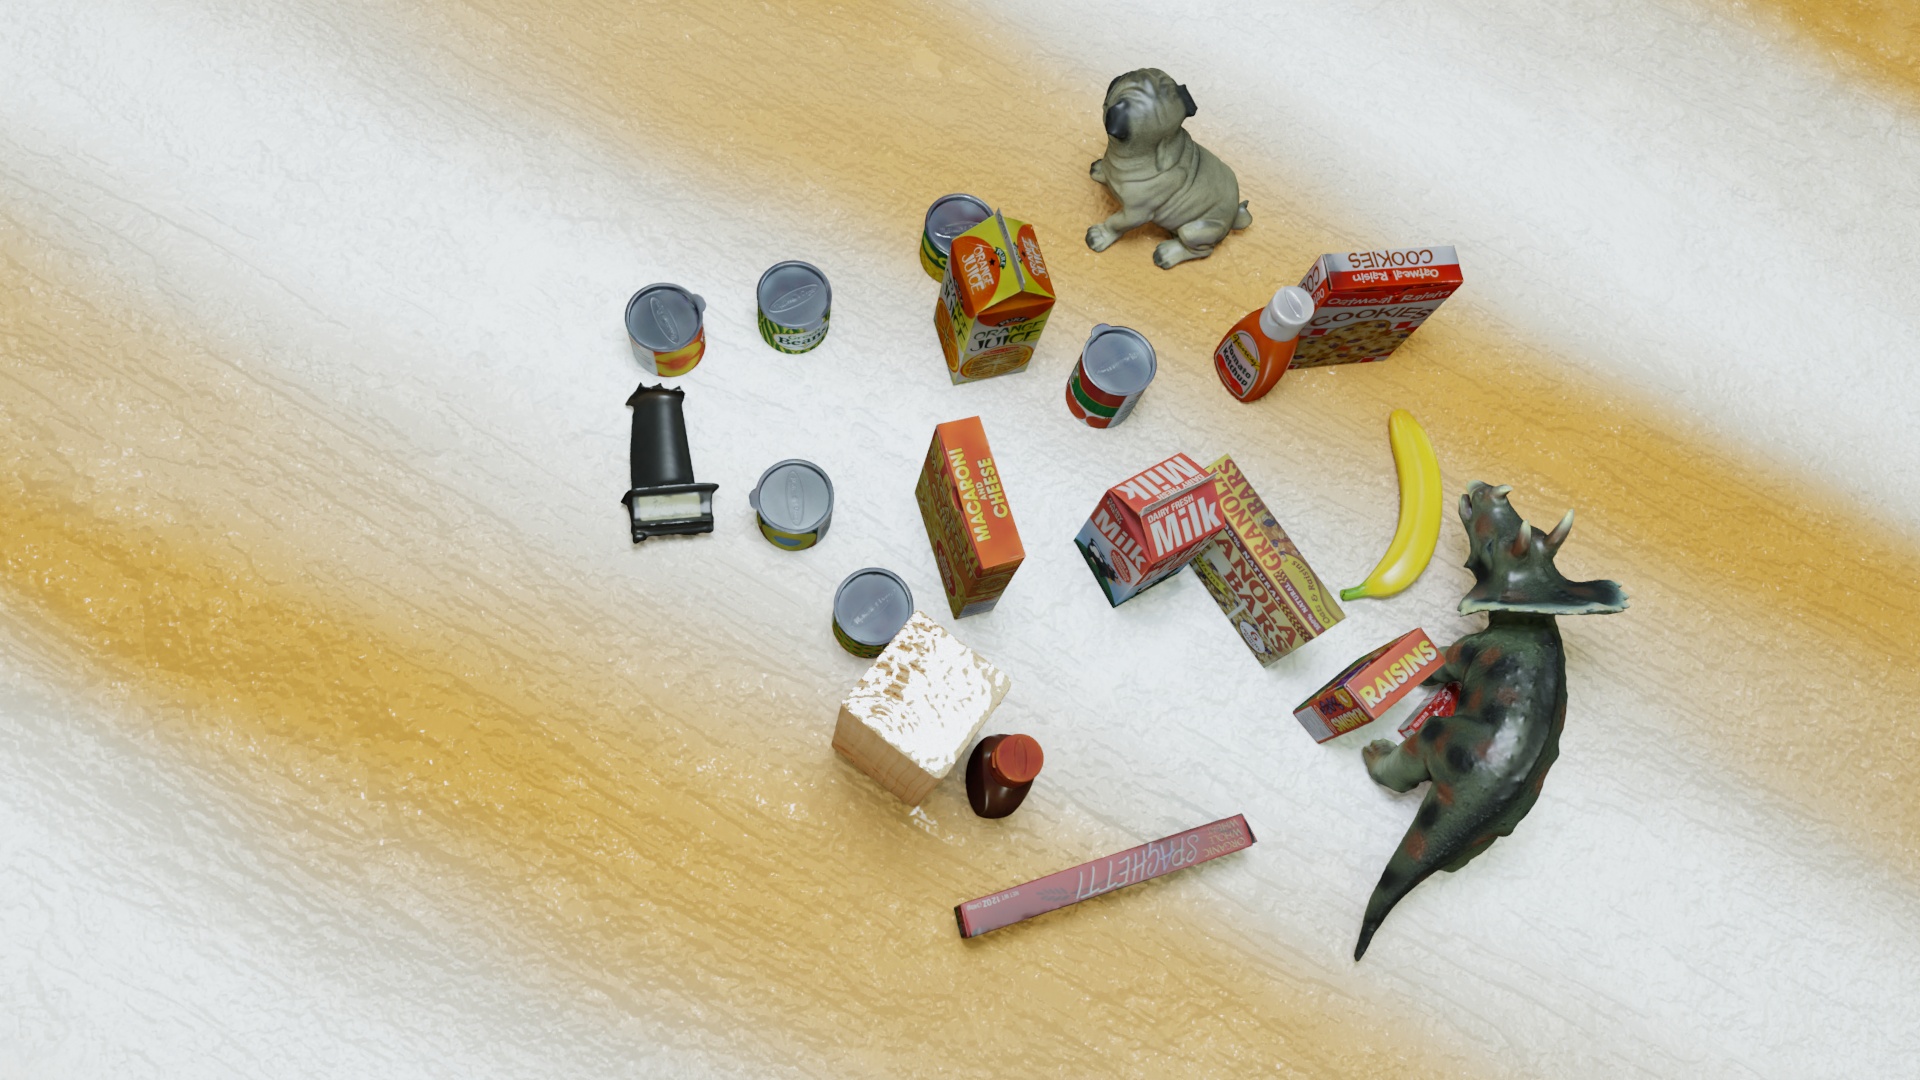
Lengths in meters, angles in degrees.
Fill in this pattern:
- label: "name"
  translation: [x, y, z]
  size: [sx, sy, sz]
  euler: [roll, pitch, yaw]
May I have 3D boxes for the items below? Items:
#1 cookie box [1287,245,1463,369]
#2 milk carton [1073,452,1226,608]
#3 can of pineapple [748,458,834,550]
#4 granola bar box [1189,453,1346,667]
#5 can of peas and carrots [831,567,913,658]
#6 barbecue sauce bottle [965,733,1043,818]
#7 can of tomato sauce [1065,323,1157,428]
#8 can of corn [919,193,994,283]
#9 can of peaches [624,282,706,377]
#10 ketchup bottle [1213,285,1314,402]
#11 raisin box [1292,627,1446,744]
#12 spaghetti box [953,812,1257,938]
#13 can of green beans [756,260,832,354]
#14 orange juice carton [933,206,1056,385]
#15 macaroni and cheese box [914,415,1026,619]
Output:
- label: "cookie box"
  translation: [0.355, -0.205, 1.247]
  size: [0.123, 0.167, 0.040]
  euler: [-6, 74, -9]
- label: "milk carton"
  translation: [0.157, -0.011, 1.148]
  size: [0.072, 0.190, 0.073]
  euler: [-27, 78, -14]
- label: "can of pineapple"
  translation: [-0.143, -0.030, 1.183]
  size: [0.071, 0.057, 0.071]
  euler: [2, 73, -7]
- label: "granola bar box"
  translation: [0.244, 0.021, 1.184]
  size: [0.039, 0.124, 0.166]
  euler: [-31, 79, -15]
- label: "can of peas and carrots"
  translation: [-0.073, 0.063, 1.163]
  size: [0.071, 0.058, 0.071]
  euler: [2, 73, -7]
- label: "barbecue sauce bottle"
  translation: [0.034, 0.181, 1.093]
  size: [0.044, 0.148, 0.065]
  euler: [0, 73, -7]
- label: "can of tomato sauce"
  translation: [0.132, -0.146, 1.243]
  size: [0.071, 0.083, 0.071]
  euler: [2, 73, -7]
- label: "can of corn"
  translation: [-0.002, -0.274, 1.278]
  size: [0.071, 0.058, 0.071]
  euler: [2, 73, -7]
- label: "can of peaches"
  translation: [-0.255, -0.184, 1.217]
  size: [0.071, 0.058, 0.071]
  euler: [2, 73, -7]
- label: "ketchup bottle"
  translation: [0.272, -0.178, 1.237]
  size: [0.043, 0.148, 0.065]
  euler: [-26, 78, -14]
- label: "raisin box"
  translation: [0.341, 0.123, 1.165]
  size: [0.086, 0.123, 0.040]
  euler: [-34, 80, -16]
- label: "spaghetti box"
  translation: [0.117, 0.272, 1.127]
  size: [0.250, 0.050, 0.029]
  euler: [-15, 76, -12]
- label: "can of green beans"
  translation: [-0.148, -0.207, 1.238]
  size: [0.071, 0.057, 0.071]
  euler: [2, 73, -7]
- label: "orange juice carton"
  translation: [0.029, -0.207, 1.191]
  size: [0.073, 0.192, 0.072]
  euler: [-13, 75, -11]
- label: "macaroni and cheese box"
  translation: [0.004, -0.014, 1.141]
  size: [0.040, 0.166, 0.124]
  euler: [-15, 76, -11]
